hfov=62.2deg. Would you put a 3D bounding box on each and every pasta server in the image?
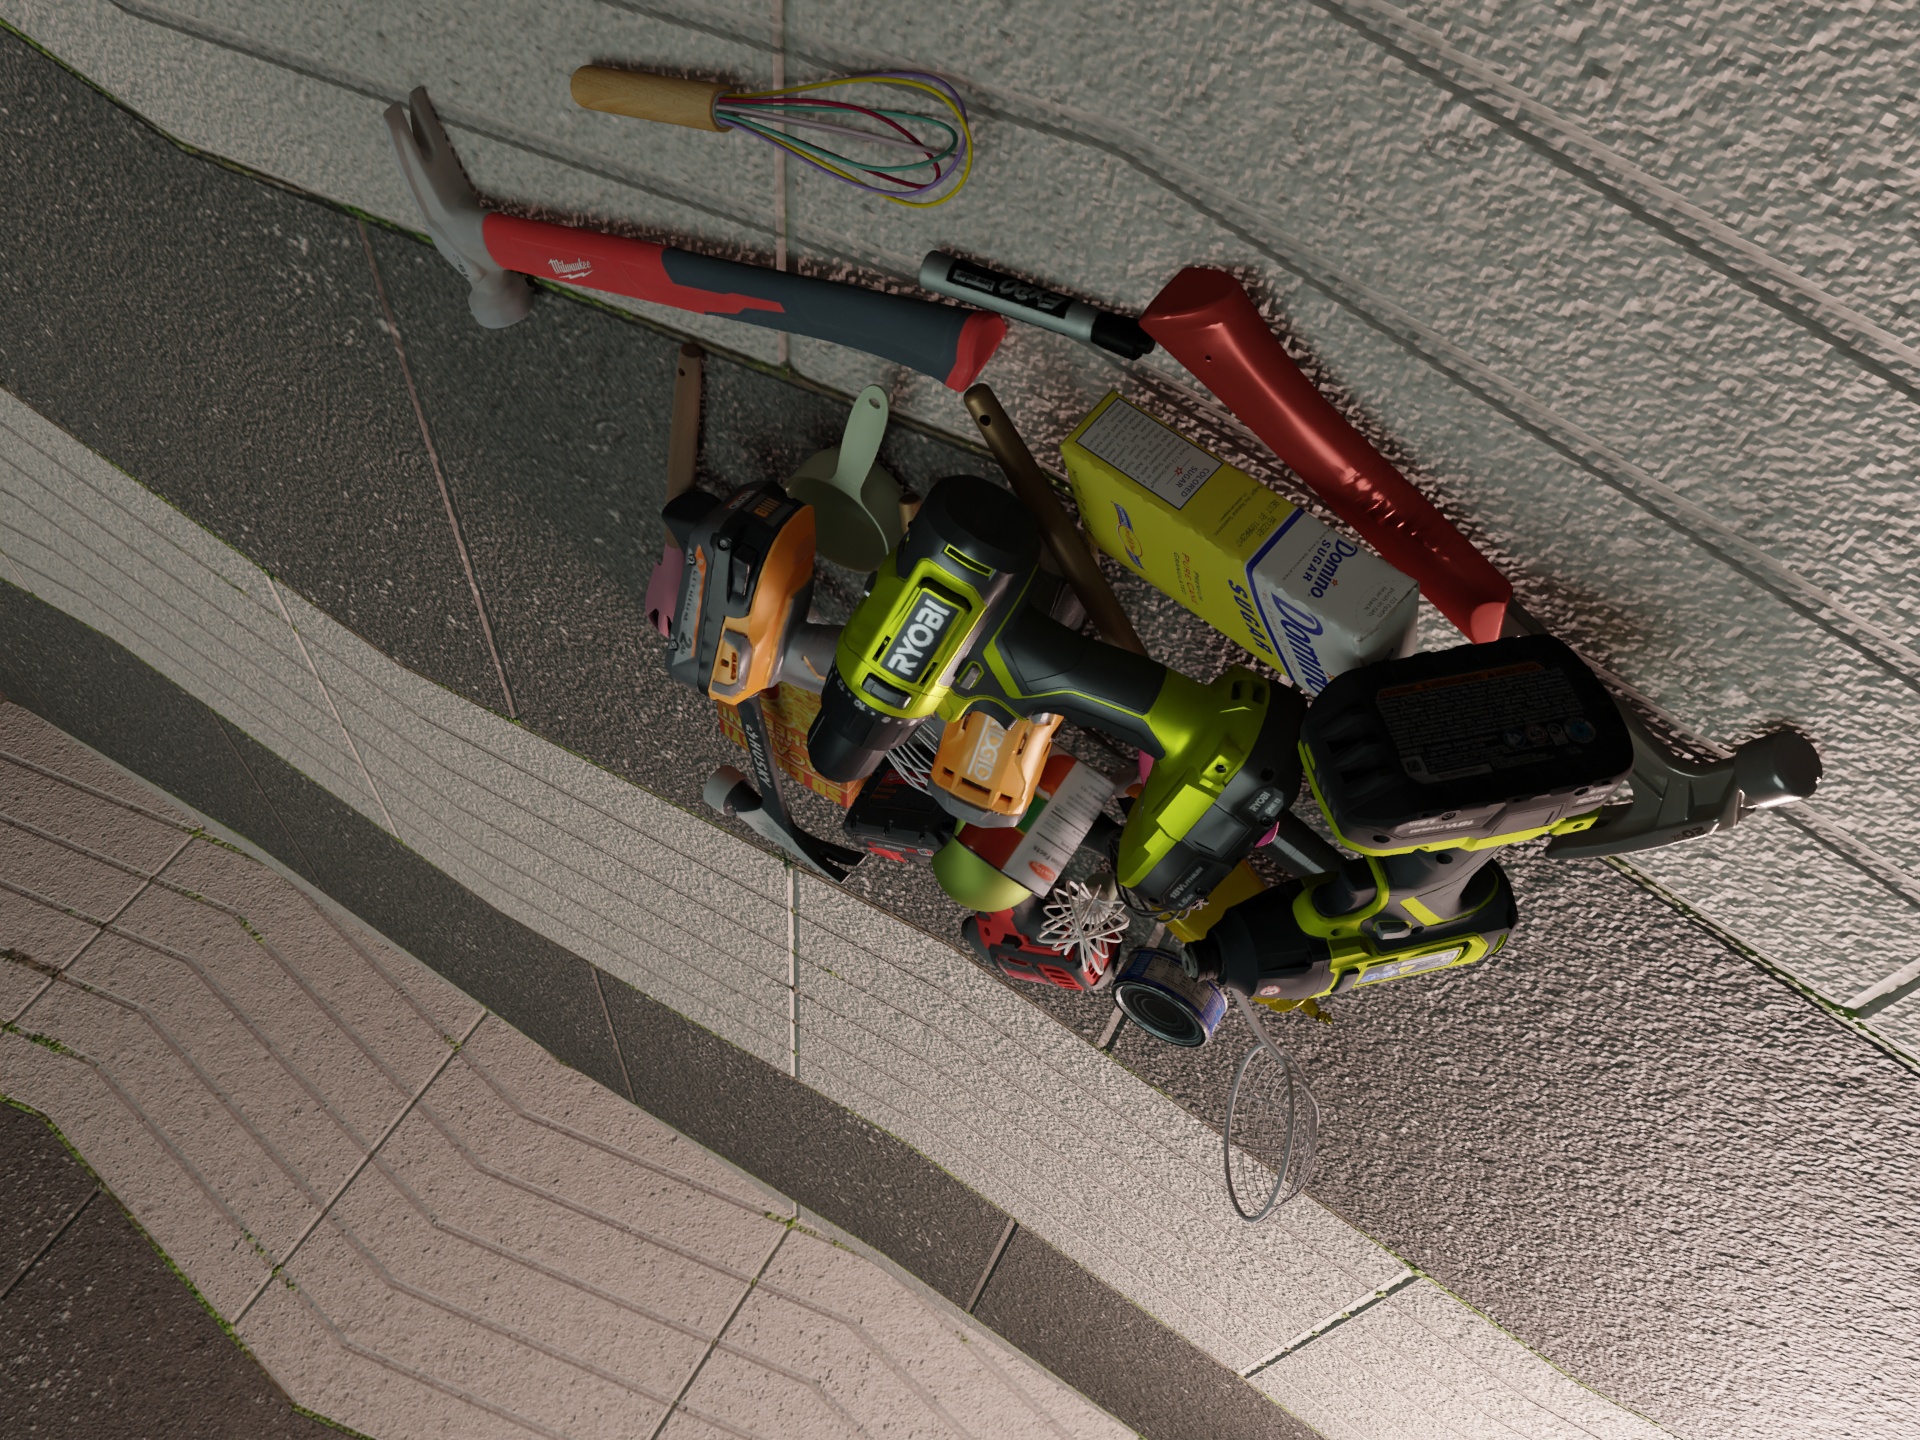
[{"bbox_3d":[-0.185,-0.142,1.069,0.060,0.040,0.316,32,148,7],"label":"pasta server"}]

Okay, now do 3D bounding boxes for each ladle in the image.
[{"bbox_3d":[-0.002,-0.003,0.993,0.078,0.062,0.319,-6,125,8],"label":"ladle"}]

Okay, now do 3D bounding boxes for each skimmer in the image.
[{"bbox_3d":[0.160,0.193,1.098,0.090,0.127,0.363,-26,114,8],"label":"skimmer"}]

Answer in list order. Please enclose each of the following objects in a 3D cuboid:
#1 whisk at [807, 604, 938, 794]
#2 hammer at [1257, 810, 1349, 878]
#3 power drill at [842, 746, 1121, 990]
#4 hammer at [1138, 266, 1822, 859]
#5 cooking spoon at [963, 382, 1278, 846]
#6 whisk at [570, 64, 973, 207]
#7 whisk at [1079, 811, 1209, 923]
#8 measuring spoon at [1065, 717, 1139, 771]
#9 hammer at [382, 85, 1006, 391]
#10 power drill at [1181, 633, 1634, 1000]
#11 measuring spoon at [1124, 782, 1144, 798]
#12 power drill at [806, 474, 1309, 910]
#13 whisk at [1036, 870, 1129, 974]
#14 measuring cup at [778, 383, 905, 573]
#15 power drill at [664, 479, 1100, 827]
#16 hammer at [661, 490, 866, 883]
[{"bbox_3d":[-0.082,-0.048,1.054,0.284,0.070,0.070,43,151,-13],"label":"whisk"},{"bbox_3d":[0.131,0.022,0.929,0.331,0.033,0.128,39,154,7],"label":"hammer"},{"bbox_3d":[0.016,0.120,1.199,0.143,0.078,0.219,4,142,45],"label":"power drill"},{"bbox_3d":[0.216,-0.066,0.728,0.359,0.037,0.149,41,152,-11],"label":"hammer"},{"bbox_3d":[0.084,-0.042,0.826,0.069,0.017,0.318,-15,125,30],"label":"cooking spoon"},{"bbox_3d":[-0.095,-0.278,0.741,0.245,0.051,0.047,21,155,31],"label":"whisk"},{"bbox_3d":[0.096,0.079,0.982,0.055,0.055,0.239,44,176,-15],"label":"whisk"},{"bbox_3d":[0.091,0.006,1.003,0.124,0.018,0.034,36,-177,12],"label":"measuring spoon"},{"bbox_3d":[-0.149,-0.248,0.850,0.386,0.038,0.143,19,146,28],"label":"hammer"},{"bbox_3d":[0.202,0.063,0.749,0.223,0.171,0.080,97,160,-56],"label":"power drill"},{"bbox_3d":[0.159,0.062,1.000,0.117,0.011,0.021,21,-176,4],"label":"measuring spoon"},{"bbox_3d":[0.042,0.002,0.811,0.228,0.080,0.190,28,129,-7],"label":"power drill"},{"bbox_3d":[0.087,0.123,1.044,0.246,0.058,0.059,-4,-106,-82],"label":"whisk"},{"bbox_3d":[-0.054,-0.147,0.904,0.083,0.038,0.167,34,150,3],"label":"measuring cup"},{"bbox_3d":[-0.039,-0.056,0.887,0.226,0.084,0.185,24,126,7],"label":"power drill"},{"bbox_3d":[-0.146,-0.014,1.101,0.149,0.036,0.408,32,154,21],"label":"hammer"}]
